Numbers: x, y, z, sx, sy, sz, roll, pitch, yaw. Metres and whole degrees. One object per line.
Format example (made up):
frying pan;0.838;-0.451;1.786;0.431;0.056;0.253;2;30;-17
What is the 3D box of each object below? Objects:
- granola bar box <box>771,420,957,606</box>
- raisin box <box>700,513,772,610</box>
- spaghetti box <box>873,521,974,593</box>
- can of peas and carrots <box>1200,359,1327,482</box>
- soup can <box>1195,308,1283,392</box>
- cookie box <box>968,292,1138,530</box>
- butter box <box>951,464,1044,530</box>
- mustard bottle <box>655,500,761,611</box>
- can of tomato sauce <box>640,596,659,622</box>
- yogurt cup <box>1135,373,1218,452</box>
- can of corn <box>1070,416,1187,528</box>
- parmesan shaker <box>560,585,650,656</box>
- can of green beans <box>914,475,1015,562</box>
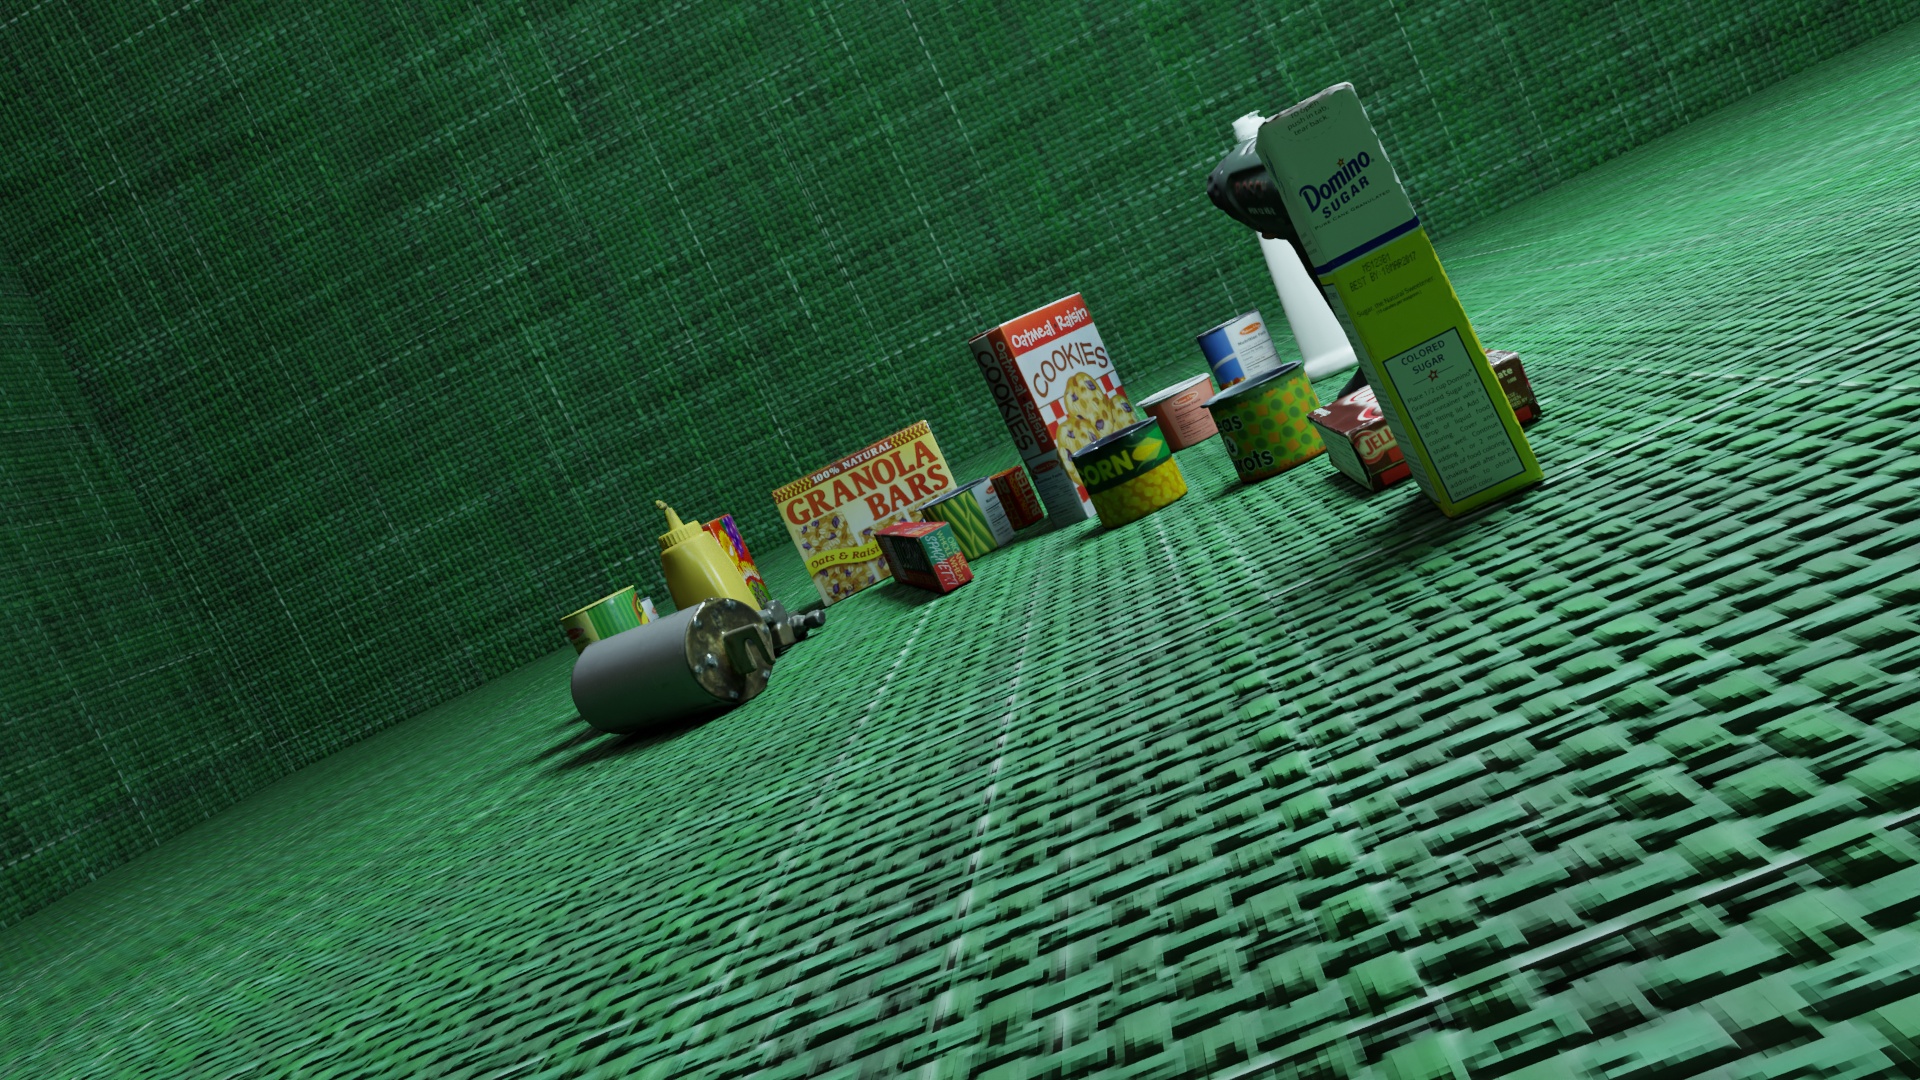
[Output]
granola bar box;-0.084;-0.027;1.356;0.166;0.124;0.039;-26;5;-8
raisin box;-0.220;0.040;1.332;0.040;0.123;0.086;-25;5;8
spaghetti box;-0.034;0.012;1.150;0.029;0.050;0.250;-26;5;-10
can of peas and carrots;0.197;-0.075;0.889;0.071;0.058;0.071;-25;5;2
soup can;0.278;-0.176;1.367;0.071;0.083;0.071;-25;5;2
cookie box;0.086;-0.108;1.132;0.040;0.167;0.123;-21;6;41
butter box;0.029;-0.031;1.261;0.024;0.053;0.103;-29;6;-35
mustard bottle;-0.232;0.034;1.249;0.065;0.160;0.049;-23;5;23
can of tomato sauce;-0.314;0.106;1.339;0.071;0.083;0.071;-25;5;2
yogurt cup;0.205;-0.115;1.266;0.072;0.054;0.072;-25;5;2
can of corn;0.117;-0.046;0.978;0.071;0.058;0.071;-25;5;2
parmesan shaker;-0.287;0.099;1.179;0.071;0.103;0.071;-25;5;2
can of green beans;0.006;-0.016;1.191;0.071;0.057;0.071;-25;5;2
